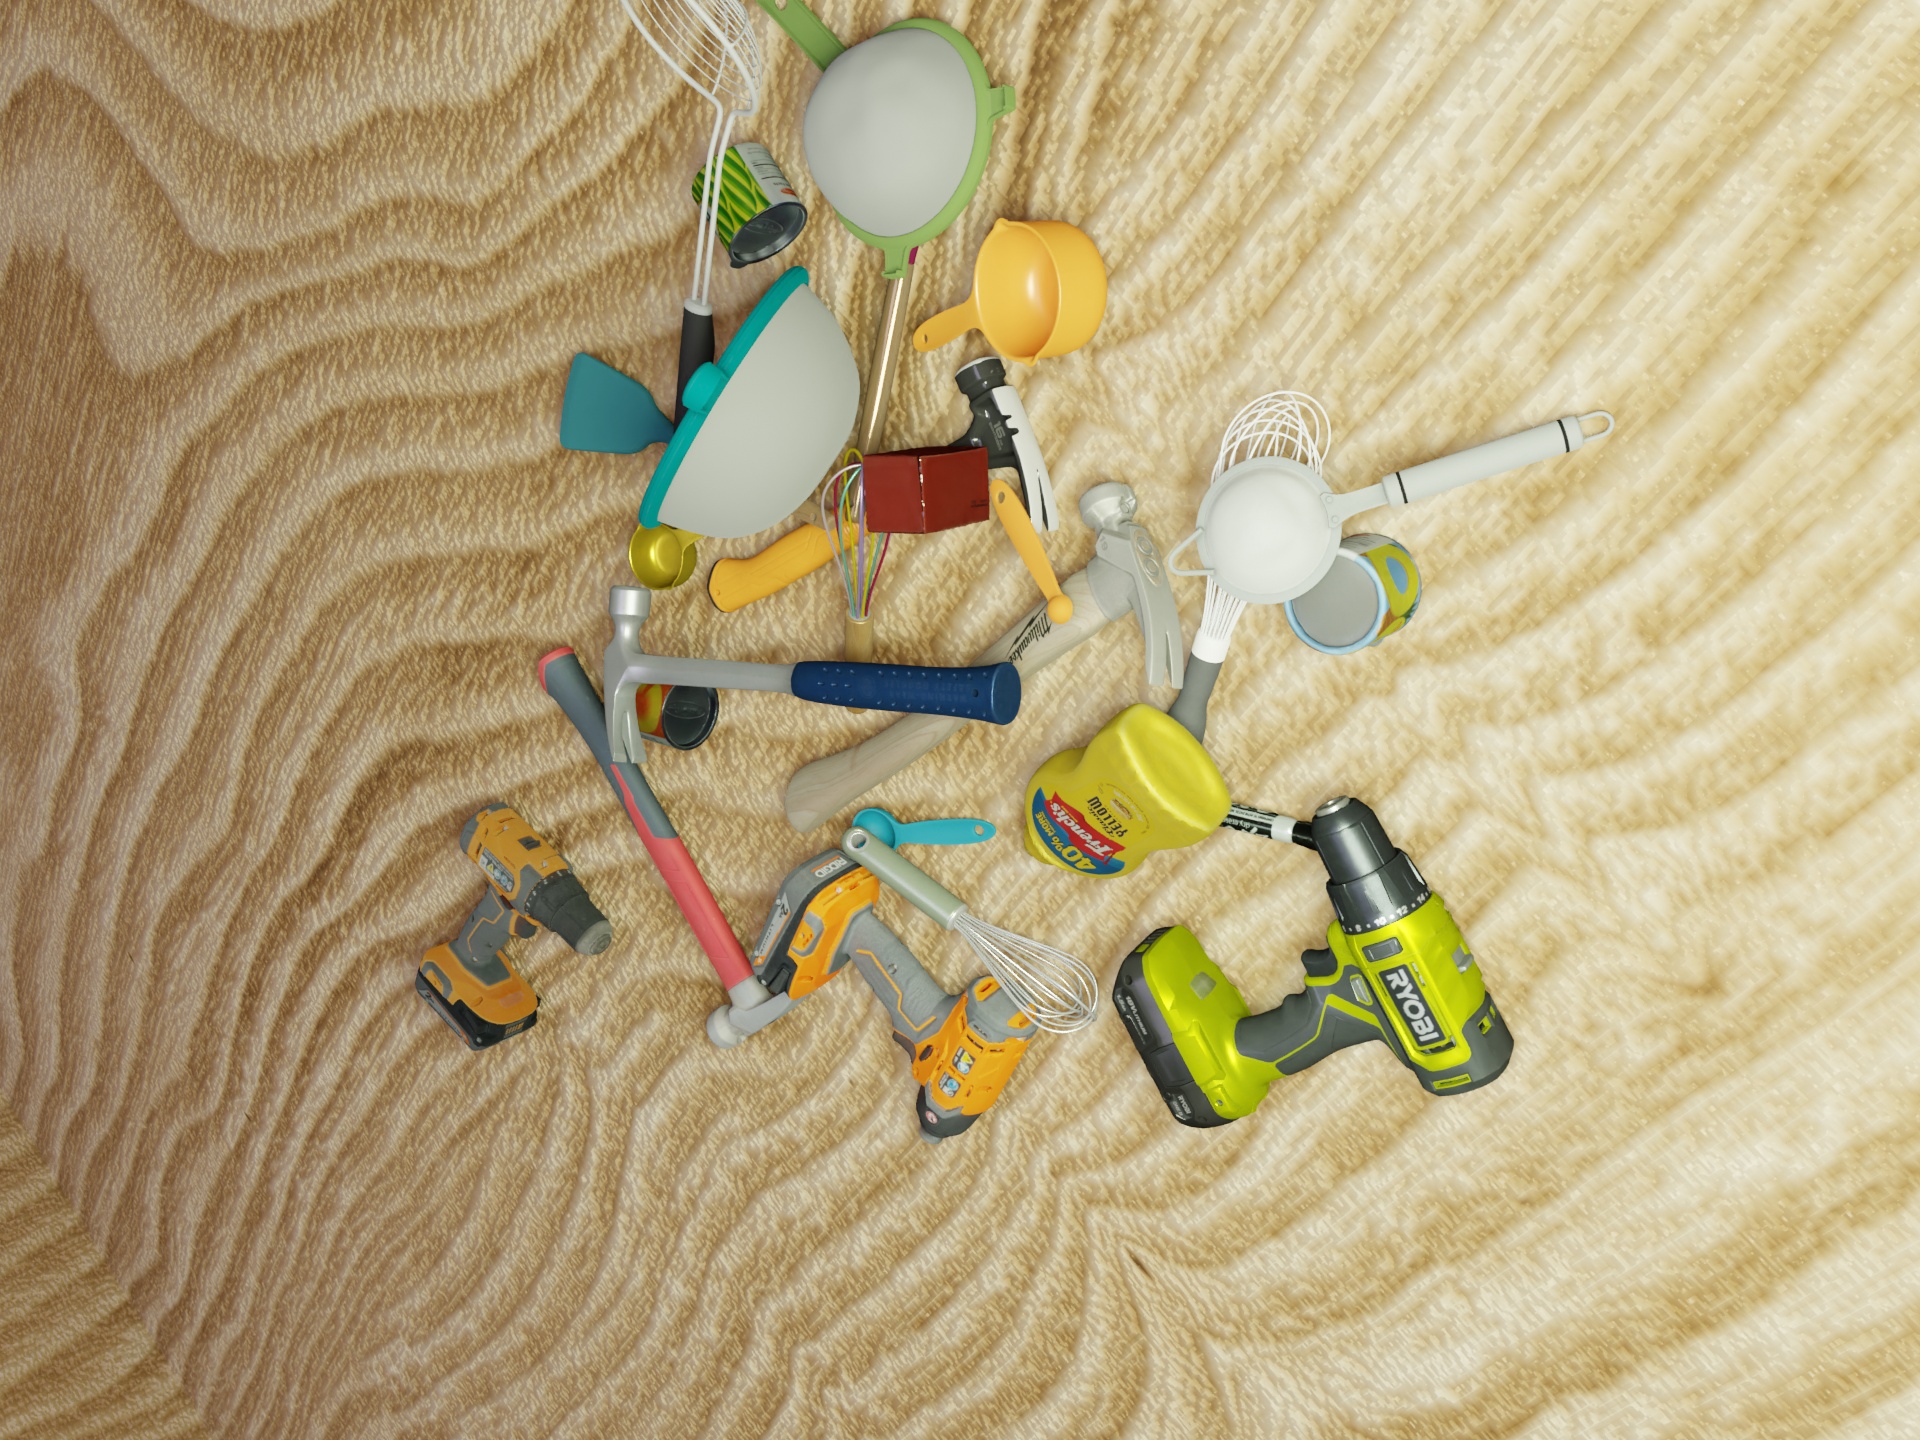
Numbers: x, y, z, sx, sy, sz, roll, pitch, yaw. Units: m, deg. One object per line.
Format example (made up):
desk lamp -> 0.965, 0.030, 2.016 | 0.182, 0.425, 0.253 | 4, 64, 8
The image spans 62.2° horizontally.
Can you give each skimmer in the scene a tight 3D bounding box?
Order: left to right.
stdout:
skimmer -> -0.201, -0.342, 1.107 | 0.127, 0.090, 0.363 | 38, 132, 30

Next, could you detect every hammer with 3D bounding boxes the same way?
hammer -> -0.258, 0.095, 1.404 | 0.143, 0.038, 0.386 | -38, 80, 37
hammer -> -0.128, -0.025, 1.188 | 0.406, 0.035, 0.144 | 5, 91, 38
hammer -> -0.074, -0.144, 1.193 | 0.337, 0.034, 0.127 | -22, 88, 40
hammer -> -0.002, -0.004, 1.153 | 0.410, 0.038, 0.146 | -36, 59, 41

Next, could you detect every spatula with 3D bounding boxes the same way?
spatula -> -0.209, -0.208, 1.256 | 0.318, 0.044, 0.082 | 31, 113, 37

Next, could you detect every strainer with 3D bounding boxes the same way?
strainer -> -0.127, -0.193, 1.051 | 0.095, 0.340, 0.211 | 32, 95, -9
strainer -> -0.085, -0.434, 1.076 | 0.257, 0.069, 0.151 | 52, 122, 21
strainer -> 0.238, -0.130, 0.905 | 0.258, 0.050, 0.087 | -17, 85, 15

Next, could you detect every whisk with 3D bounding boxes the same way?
whisk -> -0.074, -0.097, 1.164 | 0.047, 0.051, 0.244 | 30, 141, 22
whisk -> 0.004, 0.154, 1.206 | 0.246, 0.058, 0.059 | 35, 166, 21
whisk -> 0.170, -0.076, 1.015 | 0.070, 0.070, 0.284 | 31, 125, 27

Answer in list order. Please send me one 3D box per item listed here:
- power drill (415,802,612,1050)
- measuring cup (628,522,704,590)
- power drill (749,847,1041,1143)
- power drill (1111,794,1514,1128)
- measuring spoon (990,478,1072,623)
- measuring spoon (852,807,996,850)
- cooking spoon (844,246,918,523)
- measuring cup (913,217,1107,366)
power drill -> -0.433, 0.218, 1.553 | 0.185, 0.084, 0.226 | 39, 119, 21
measuring cup -> -0.208, -0.159, 1.304 | 0.156, 0.029, 0.062 | -28, 86, 28
power drill -> -0.057, 0.226, 1.263 | 0.227, 0.084, 0.164 | 37, 123, 19
power drill -> 0.216, 0.164, 1.030 | 0.228, 0.080, 0.190 | -27, 92, 37
measuring spoon -> 0.044, -0.114, 1.064 | 0.021, 0.011, 0.117 | -42, 64, 38
measuring spoon -> -0.026, 0.085, 1.240 | 0.128, 0.021, 0.042 | -4, 103, 29
cooking spoon -> -0.045, -0.294, 1.112 | 0.069, 0.017, 0.318 | 22, 108, 34
measuring cup -> 0.032, -0.277, 1.067 | 0.174, 0.052, 0.095 | -6, 99, 57
